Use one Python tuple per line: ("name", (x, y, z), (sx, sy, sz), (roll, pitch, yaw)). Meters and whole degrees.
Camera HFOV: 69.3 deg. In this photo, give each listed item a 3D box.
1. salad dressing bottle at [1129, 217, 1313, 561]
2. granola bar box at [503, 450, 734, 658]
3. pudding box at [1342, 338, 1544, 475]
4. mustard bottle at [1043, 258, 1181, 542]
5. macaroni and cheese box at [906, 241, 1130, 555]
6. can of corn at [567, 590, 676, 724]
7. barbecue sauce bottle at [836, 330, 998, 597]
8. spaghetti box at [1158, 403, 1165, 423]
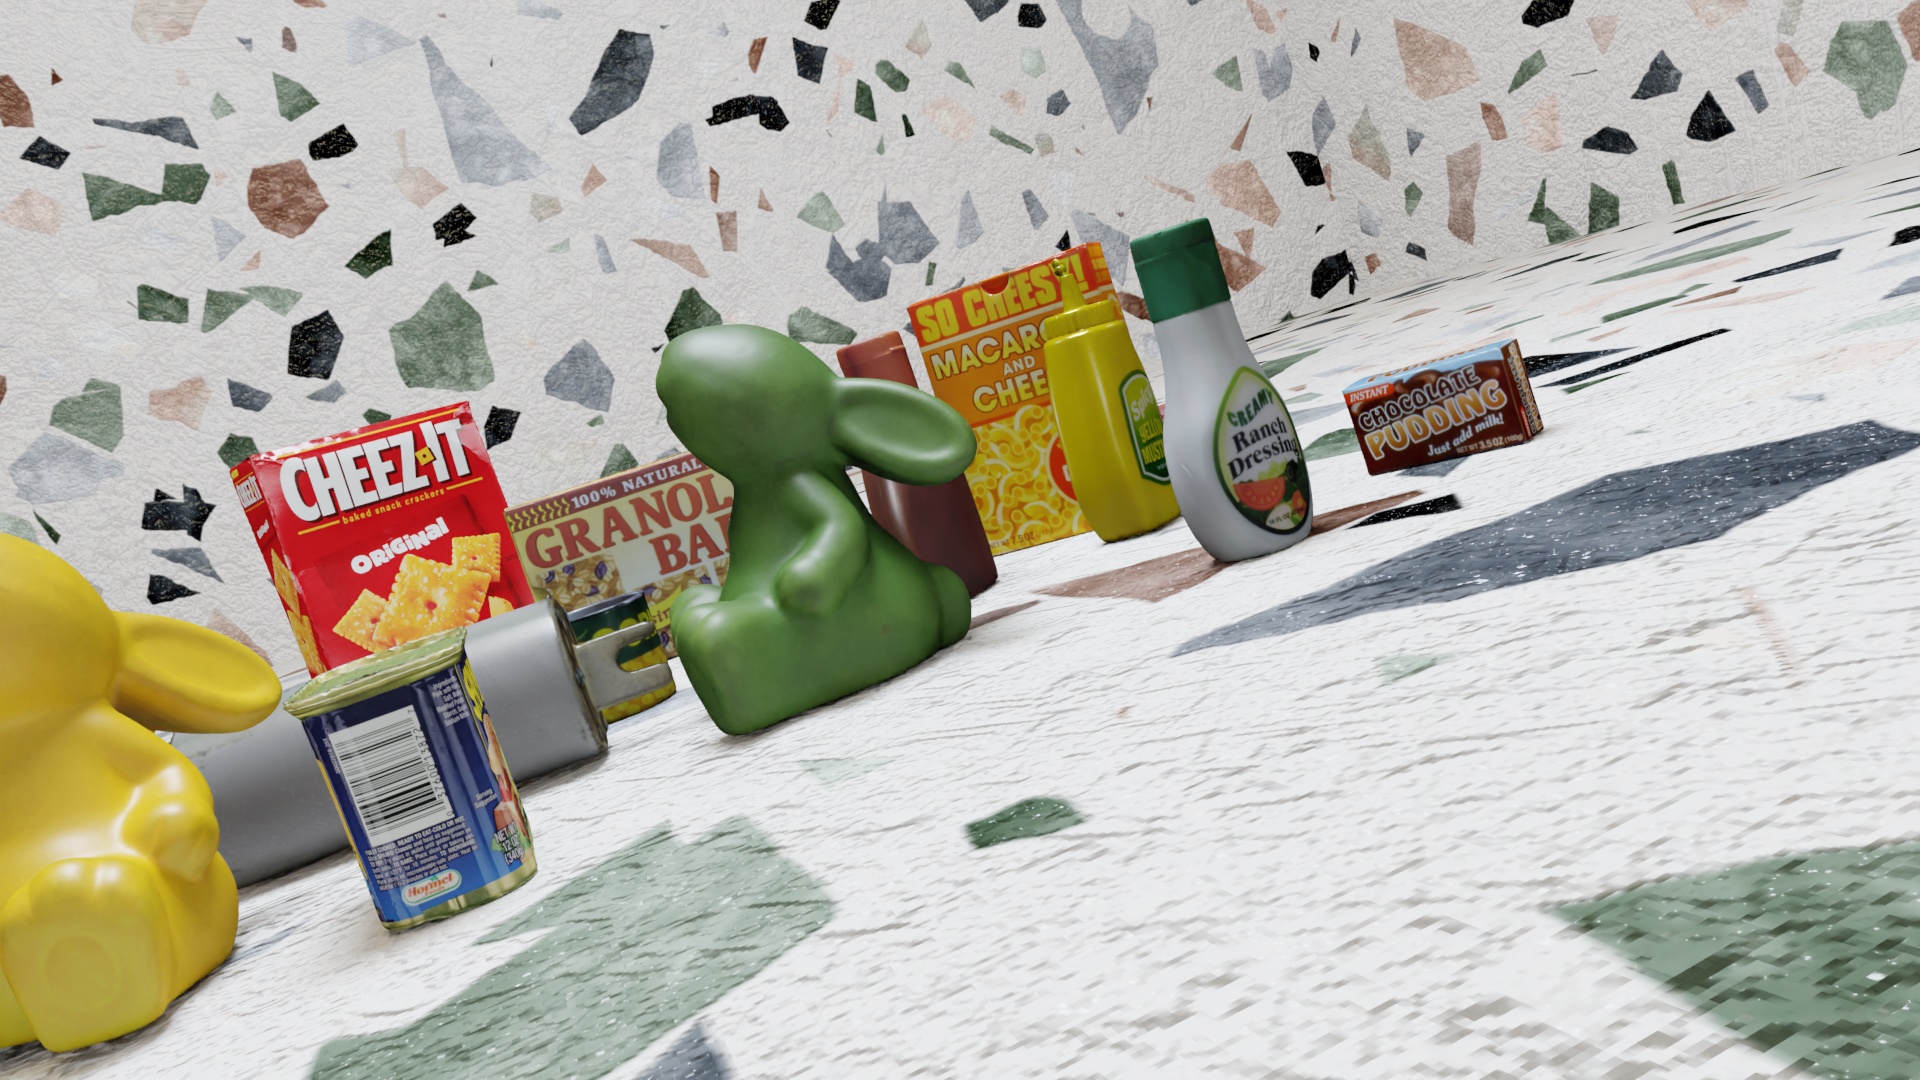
("salad dressing bottle", (0.112, -0.066, 0.613), (0.064, 0.147, 0.044), (-22, 7, -31))
("granola bar box", (-0.194, 0.012, 0.900), (0.166, 0.124, 0.039), (-20, 6, -12))
("pudding box", (0.241, -0.067, 0.697), (0.083, 0.049, 0.030), (-13, 8, 40))
("mustard bottle", (0.079, -0.082, 0.778), (0.048, 0.160, 0.065), (-14, 7, 34))
("macaroni and cheese box", (0.051, -0.085, 0.856), (0.123, 0.166, 0.040), (-16, 6, 24))
("can of corn", (-0.191, 0.064, 0.745), (0.071, 0.058, 0.071), (-18, 6, 2))
("barbecue sauce bottle", (-0.027, -0.038, 0.752), (0.043, 0.148, 0.065), (-13, 8, 38))
("spaghetti box", (0.157, -0.063, 0.899), (0.029, 0.050, 0.250), (-19, 6, -4))
